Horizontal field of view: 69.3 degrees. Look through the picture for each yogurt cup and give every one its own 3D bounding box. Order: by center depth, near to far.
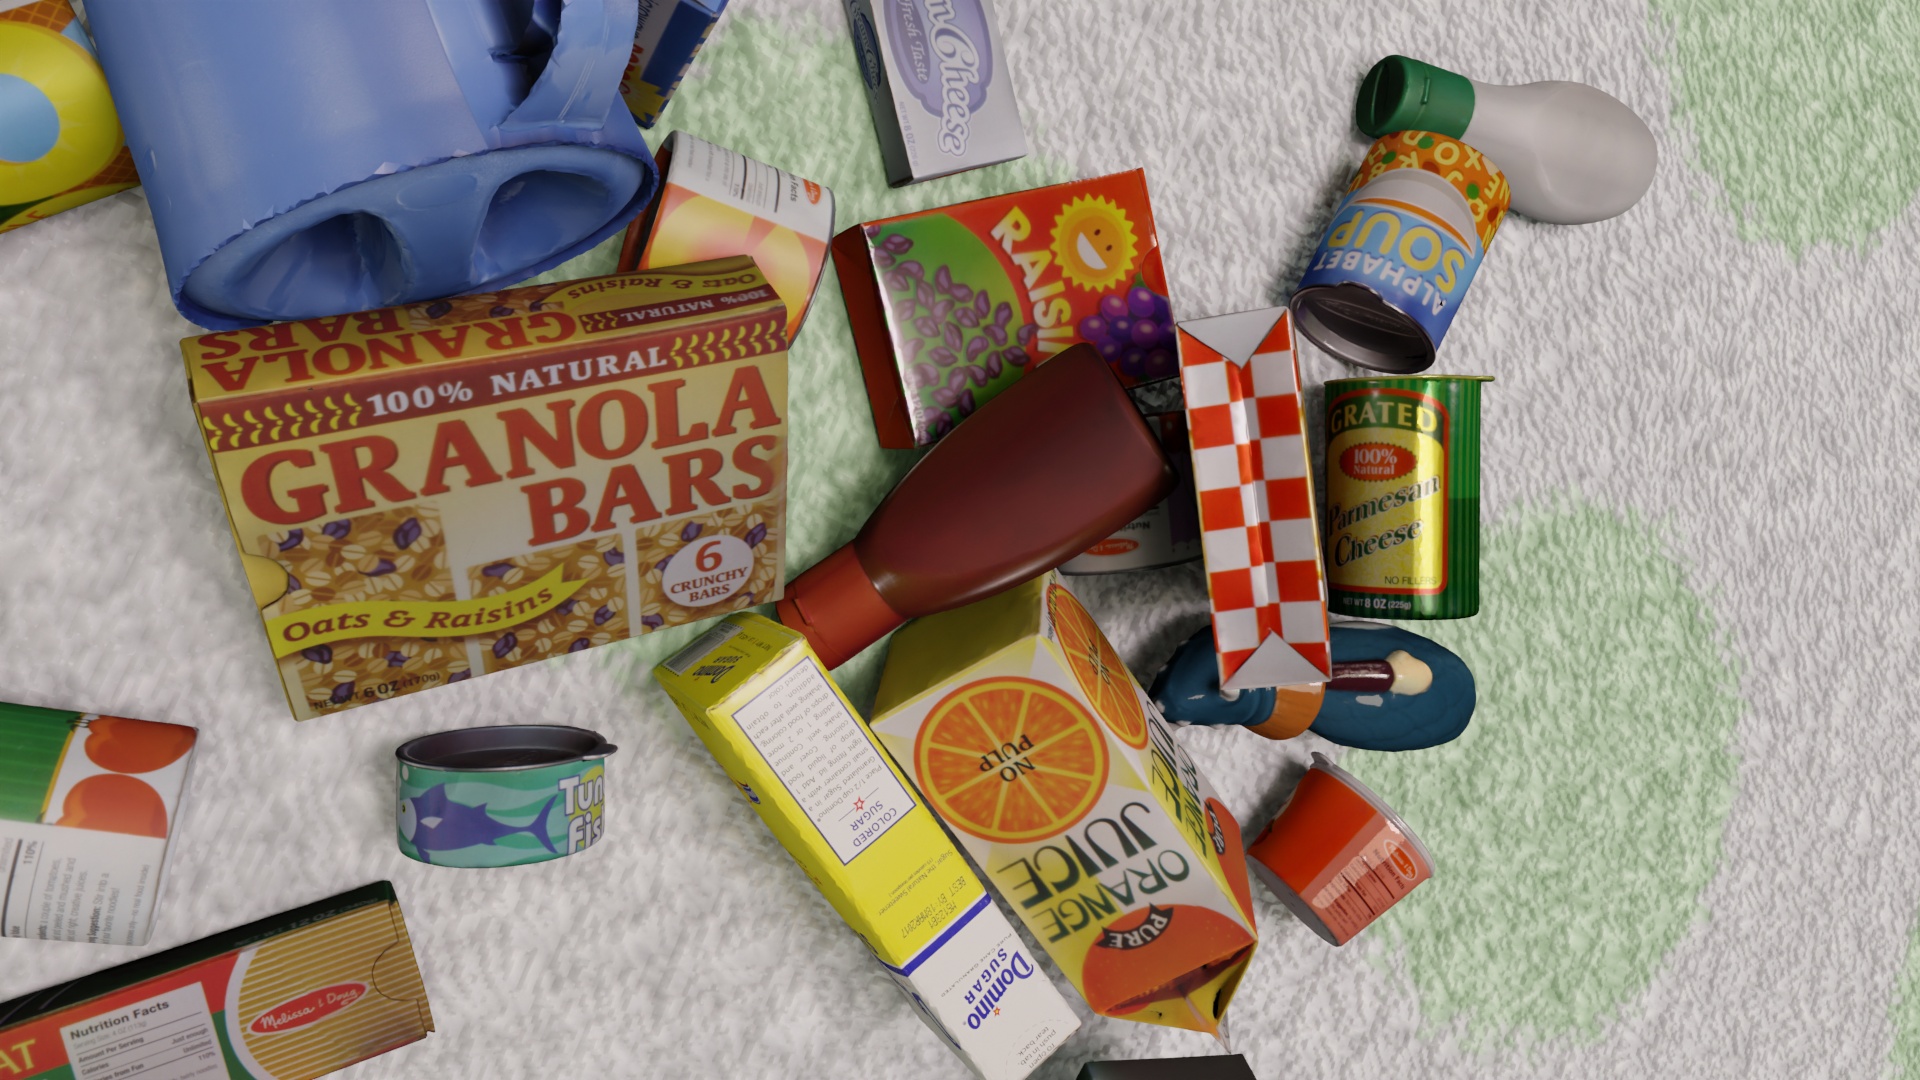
[{"bbox_3d":[0.162,0.137,0.602,0.054,0.072,0.072,-43,108,-8],"label":"yogurt cup"}]

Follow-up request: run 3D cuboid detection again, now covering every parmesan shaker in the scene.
[{"bbox_3d":[0.195,-0.019,0.606,0.071,0.071,0.103,-2,93,-24],"label":"parmesan shaker"}]

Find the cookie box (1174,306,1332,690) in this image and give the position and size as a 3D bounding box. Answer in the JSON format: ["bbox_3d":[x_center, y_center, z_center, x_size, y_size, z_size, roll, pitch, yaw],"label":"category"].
[{"bbox_3d":[0.113,-0.024,0.526,0.040,0.168,0.122,-7,97,15],"label":"cookie box"}]

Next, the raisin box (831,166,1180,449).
[{"bbox_3d":[0.021,-0.091,0.543,0.124,0.040,0.086,-17,98,-23],"label":"raisin box"}]

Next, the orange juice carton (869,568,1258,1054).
[{"bbox_3d":[0.053,0.107,0.533,0.073,0.072,0.192,-31,107,16],"label":"orange juice carton"}]

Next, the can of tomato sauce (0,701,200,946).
[{"bbox_3d":[-0.274,0.079,0.403,0.083,0.071,0.071,13,87,-25],"label":"can of tomato sauce"}]

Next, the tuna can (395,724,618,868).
[{"bbox_3d":[-0.148,0.083,0.457,0.071,0.071,0.033,-1,94,-24],"label":"tuna can"}]

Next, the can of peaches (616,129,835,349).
[{"bbox_3d":[-0.084,-0.099,0.482,0.058,0.071,0.071,17,85,-24],"label":"can of peaches"}]

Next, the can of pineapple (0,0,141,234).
[{"bbox_3d":[-0.272,-0.123,0.396,0.058,0.071,0.071,-29,103,-21],"label":"can of pineapple"}]

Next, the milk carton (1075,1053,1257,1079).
[{"bbox_3d":[0.057,0.287,0.530,0.072,0.074,0.189,6,122,-24],"label":"milk carton"}]

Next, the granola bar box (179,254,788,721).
[{"bbox_3d":[-0.138,-0.017,0.439,0.166,0.039,0.123,-14,134,-23],"label":"granola bar box"}]

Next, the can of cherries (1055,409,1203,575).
[{"bbox_3d":[0.064,-0.020,0.553,0.072,0.071,0.058,-10,96,-23],"label":"can of cherries"}]

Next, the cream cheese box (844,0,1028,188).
[{"bbox_3d":[-0.012,-0.192,0.533,0.053,0.024,0.103,-18,99,-24],"label":"cream cheese box"}]

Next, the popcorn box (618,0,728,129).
[{"bbox_3d":[-0.089,-0.191,0.443,0.038,0.126,0.085,25,82,-20],"label":"popcorn box"}]

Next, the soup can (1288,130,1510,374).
[{"bbox_3d":[0.190,-0.125,0.601,0.071,0.071,0.084,33,78,-22],"label":"soup can"}]

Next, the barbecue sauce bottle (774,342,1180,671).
[{"bbox_3d":[0.002,-0.006,0.502,0.148,0.043,0.065,-34,70,10],"label":"barbecue sauce bottle"}]

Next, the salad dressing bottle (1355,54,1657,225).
[{"bbox_3d":[0.252,-0.187,0.642,0.148,0.044,0.064,9,90,-23],"label":"salad dressing bottle"}]

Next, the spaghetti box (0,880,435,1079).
[{"bbox_3d":[-0.294,0.168,0.416,0.251,0.028,0.050,-15,98,-23],"label":"spaghetti box"}]
